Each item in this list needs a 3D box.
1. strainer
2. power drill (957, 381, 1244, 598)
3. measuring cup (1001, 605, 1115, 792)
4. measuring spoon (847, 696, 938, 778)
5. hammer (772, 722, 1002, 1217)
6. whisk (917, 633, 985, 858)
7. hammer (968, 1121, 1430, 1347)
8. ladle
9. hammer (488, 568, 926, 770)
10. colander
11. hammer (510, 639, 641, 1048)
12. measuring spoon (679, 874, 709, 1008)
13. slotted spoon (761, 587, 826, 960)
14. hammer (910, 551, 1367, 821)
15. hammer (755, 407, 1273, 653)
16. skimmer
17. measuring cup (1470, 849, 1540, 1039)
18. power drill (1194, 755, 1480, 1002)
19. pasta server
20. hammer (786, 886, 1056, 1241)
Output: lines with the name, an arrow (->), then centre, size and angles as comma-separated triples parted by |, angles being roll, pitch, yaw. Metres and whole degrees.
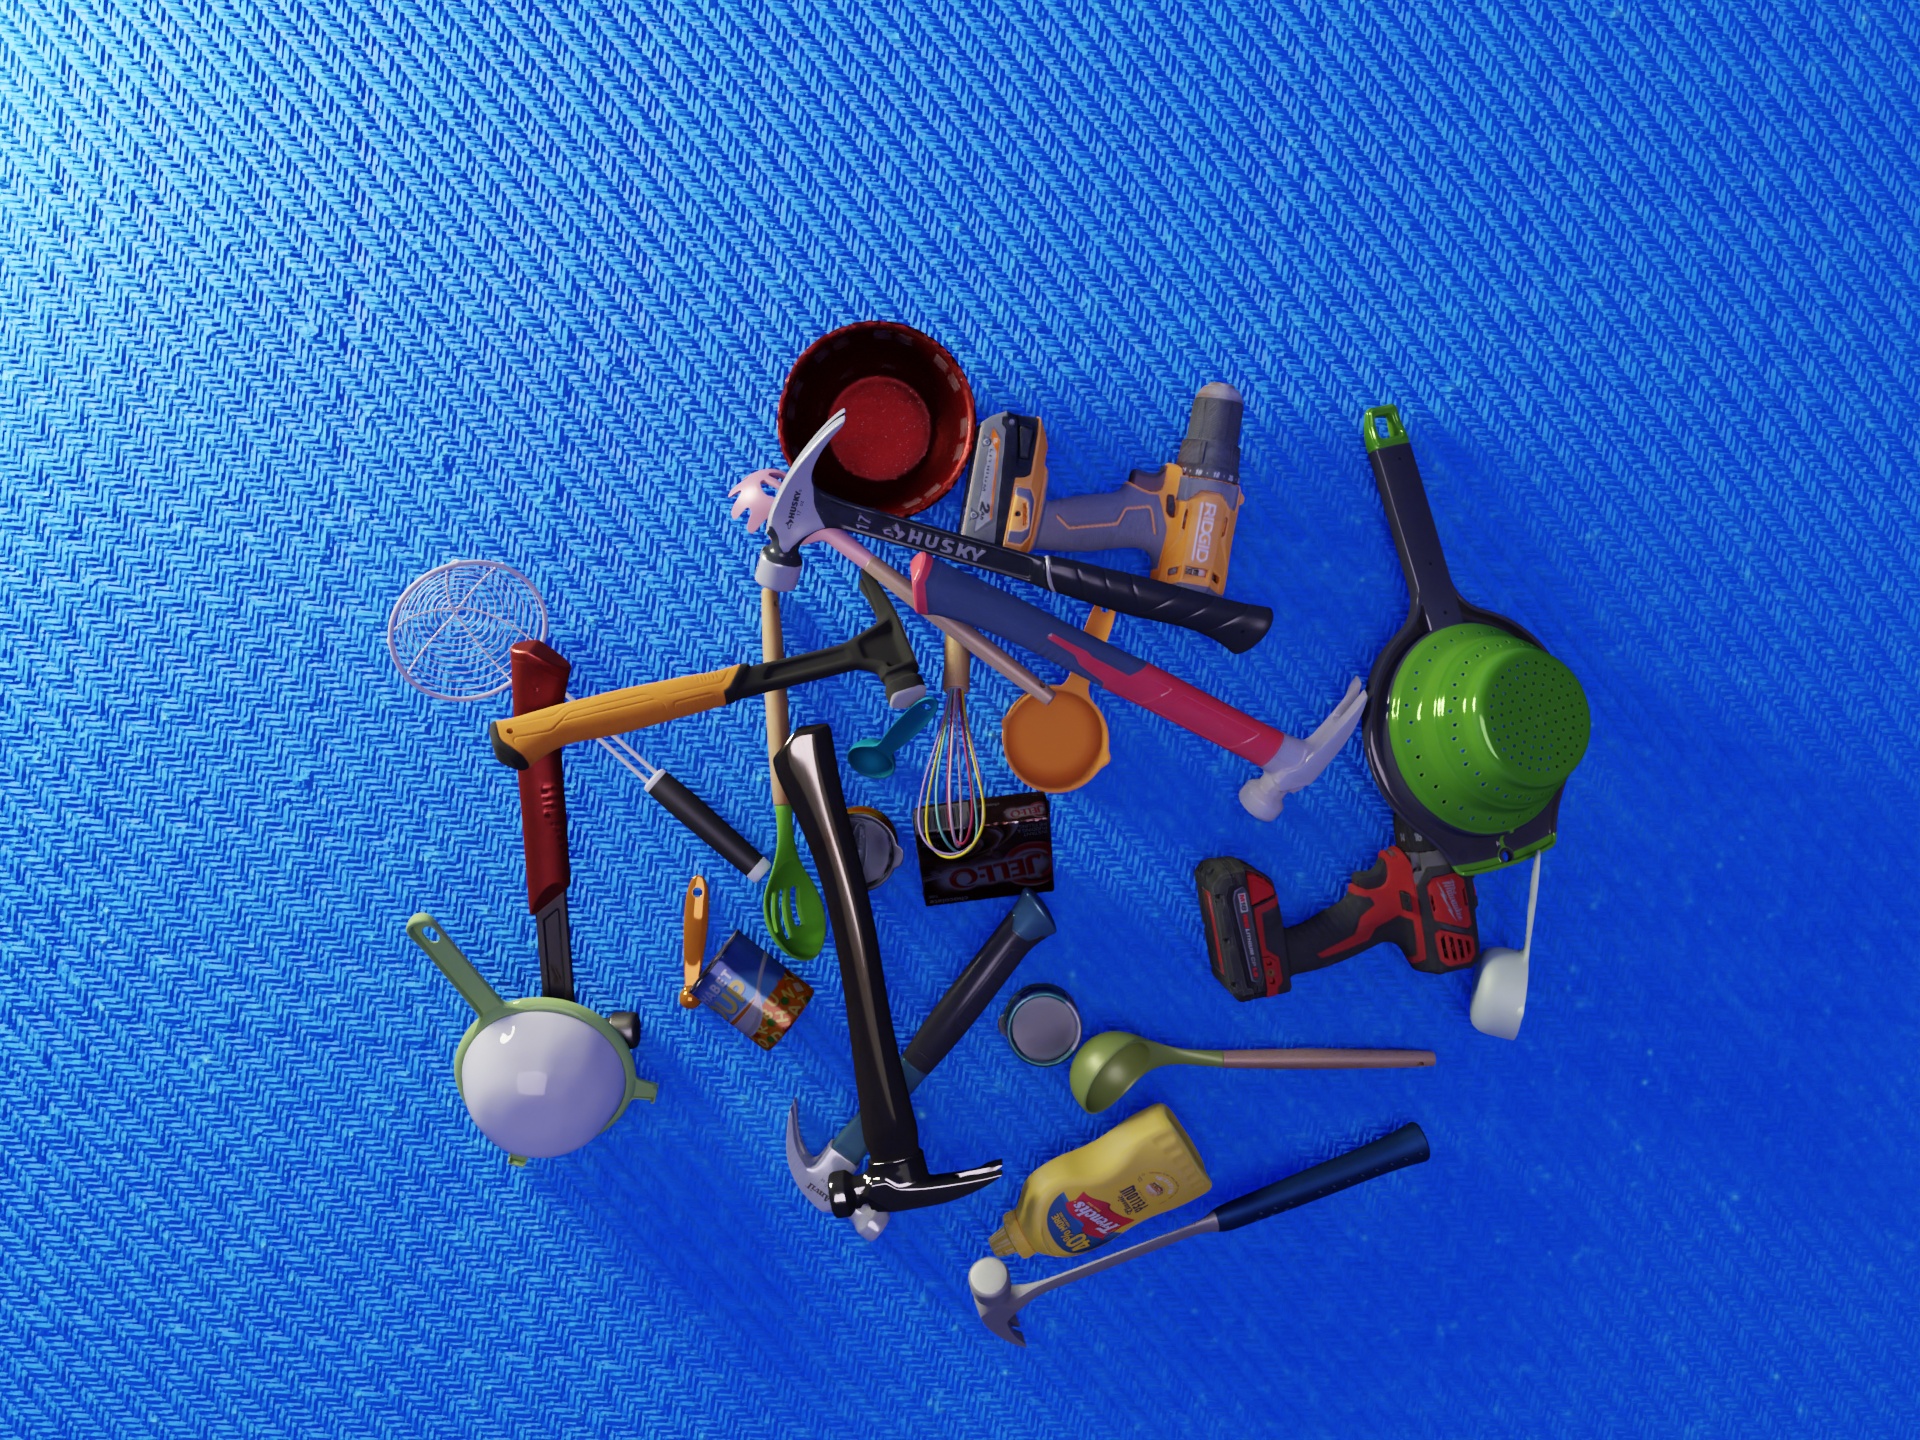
strainer -> -0.372, 0.267, 1.291 | 0.151, 0.069, 0.256 | -27, 114, 9
power drill -> 0.122, -0.198, 1.303 | 0.226, 0.084, 0.185 | 10, 94, -6
measuring cup -> 0.092, -0.026, 1.326 | 0.095, 0.052, 0.173 | 20, 94, -4
measuring spoon -> -0.051, 0.008, 1.309 | 0.042, 0.021, 0.128 | 31, 138, -15
hammer -> -0.072, 0.203, 1.295 | 0.146, 0.038, 0.410 | -11, 99, 2
whisk -> 0.000, -0.004, 1.289 | 0.051, 0.047, 0.245 | 16, 63, -31
hammer -> 0.205, 0.429, 1.347 | 0.405, 0.143, 0.035 | -19, 51, -7
ladle -> 0.251, 0.298, 1.353 | 0.320, 0.062, 0.078 | 1, 129, -5
hammer -> -0.203, -0.030, 1.258 | 0.337, 0.034, 0.127 | -15, 63, -17
colander -> 0.413, -0.076, 1.287 | 0.204, 0.094, 0.397 | -15, 87, -20
hammer -> -0.347, 0.111, 1.299 | 0.149, 0.037, 0.359 | -1, 108, -2
measuring spoon -> -0.228, 0.190, 1.357 | 0.021, 0.011, 0.117 | 5, 94, -1
slotted spoon -> -0.149, 0.045, 1.335 | 0.031, 0.070, 0.314 | -4, 90, 37
hammer -> 0.137, -0.048, 1.258 | 0.386, 0.038, 0.143 | 25, 118, -19
hammer -> 0.054, -0.126, 1.250 | 0.408, 0.036, 0.149 | 14, 116, -11
skimmer -> -0.302, 0.013, 1.303 | 0.363, 0.090, 0.127 | 42, 92, -4
measuring cup -> 0.455, 0.185, 1.329 | 0.038, 0.083, 0.167 | 7, 105, 13
power drill -> 0.317, 0.133, 1.333 | 0.226, 0.080, 0.188 | -11, 94, -3
pasta server -> -0.054, -0.108, 1.293 | 0.316, 0.040, 0.060 | 37, 56, 3
hammer -> -0.028, 0.281, 1.344 | 0.128, 0.033, 0.331 | 37, 98, -2
